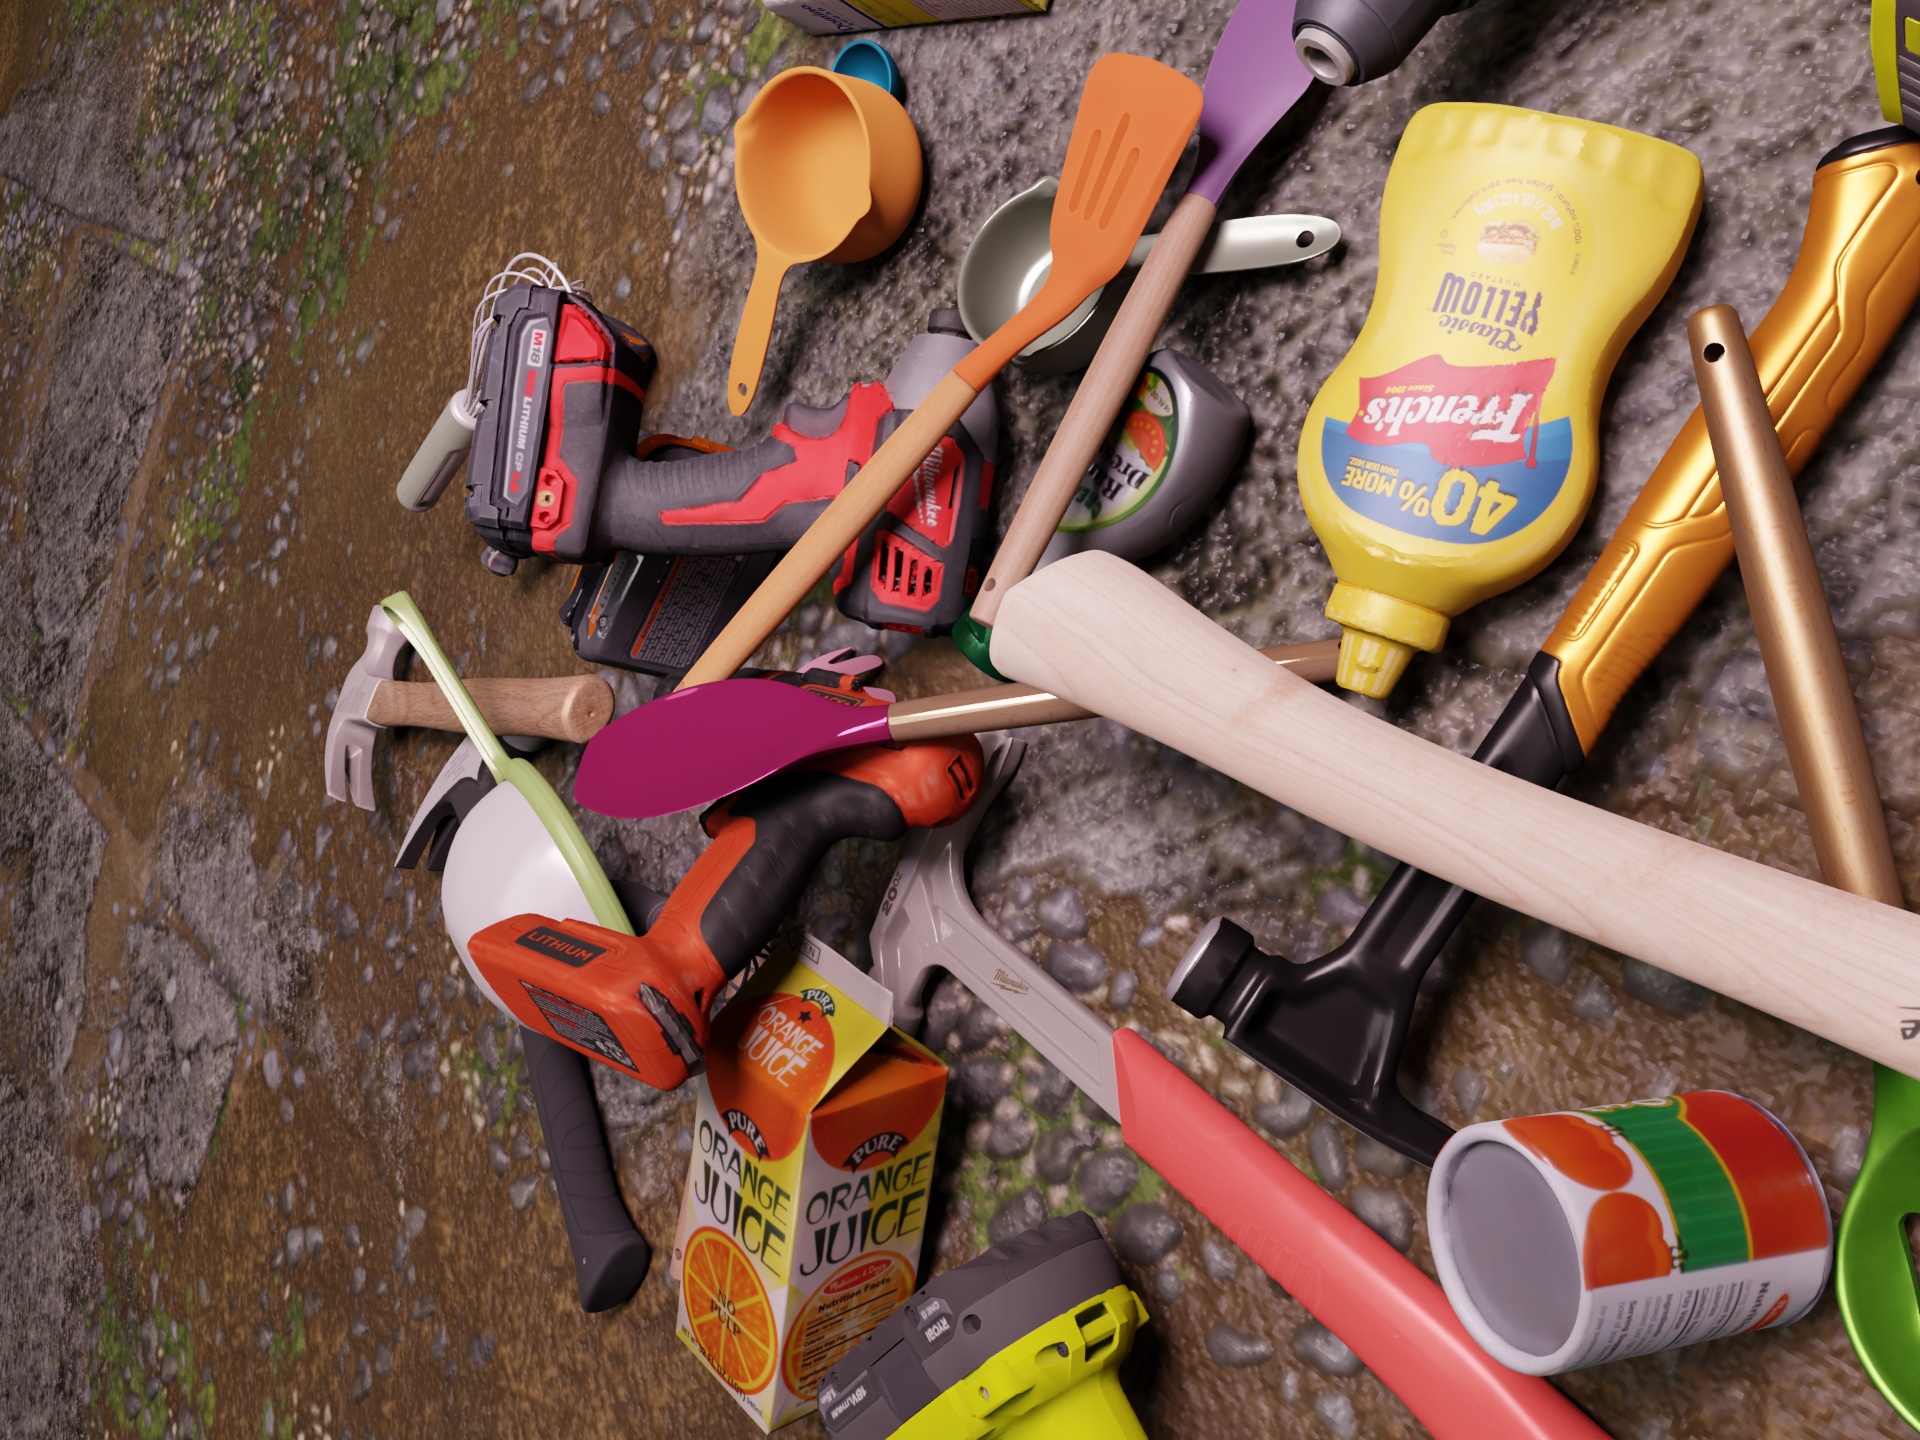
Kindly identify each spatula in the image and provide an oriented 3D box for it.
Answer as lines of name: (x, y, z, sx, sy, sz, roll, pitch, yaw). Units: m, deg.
spatula: (-0.020, -0.123, 0.638, 0.322, 0.041, 0.081, -48, 40, 8)
spatula: (0.079, -0.176, 0.610, 0.060, 0.018, 0.316, 20, 81, 46)

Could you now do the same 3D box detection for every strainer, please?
strainer: (-0.237, 0.055, 0.777, 0.256, 0.069, 0.151, 57, 158, 8)

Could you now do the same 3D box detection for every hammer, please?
hammer: (0.202, -0.019, 0.482, 0.127, 0.034, 0.337, 33, 100, 11)
hammer: (0.090, 0.146, 0.574, 0.359, 0.036, 0.149, 36, 107, 41)
hammer: (-0.235, 0.157, 0.875, 0.146, 0.035, 0.335, -41, 57, 29)
hammer: (0.174, 0.052, 0.431, 0.411, 0.038, 0.146, 25, 97, 31)
hammer: (-0.291, -0.006, 0.916, 0.331, 0.031, 0.130, 2, 72, 50)

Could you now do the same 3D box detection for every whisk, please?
whisk: (-0.259, -0.171, 0.856, 0.246, 0.058, 0.059, -30, 92, 50)
whisk: (-0.136, 0.095, 0.757, 0.239, 0.055, 0.055, -1, 81, 61)

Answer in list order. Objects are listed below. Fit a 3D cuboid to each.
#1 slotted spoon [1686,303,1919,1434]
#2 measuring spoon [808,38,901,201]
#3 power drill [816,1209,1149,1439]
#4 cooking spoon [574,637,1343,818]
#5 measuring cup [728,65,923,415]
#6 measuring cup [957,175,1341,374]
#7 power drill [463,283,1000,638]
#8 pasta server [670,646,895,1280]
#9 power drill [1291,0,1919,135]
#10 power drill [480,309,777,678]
slotted spoon: (0.243, 0.036, 0.428, 0.070, 0.031, 0.314, -18, 79, 39)
measuring spoon: (-0.067, -0.288, 0.816, 0.042, 0.021, 0.128, 54, 128, 18)
power drill: (0.045, 0.303, 0.547, 0.223, 0.080, 0.171, 58, 131, 24)
cooking spoon: (-0.001, -0.002, 0.604, 0.319, 0.017, 0.069, -8, 46, 15)
measuring cup: (-0.074, -0.231, 0.786, 0.095, 0.052, 0.173, 38, 123, 26)
measuring cup: (0.078, -0.182, 0.650, 0.168, 0.038, 0.083, 3, 81, 31)
power drill: (-0.093, -0.122, 0.700, 0.219, 0.078, 0.143, 10, 91, 3)
pasta server: (-0.094, 0.119, 0.759, 0.060, 0.040, 0.316, 20, 100, 43)
power drill: (0.225, -0.250, 0.466, 0.190, 0.080, 0.229, -51, 50, -1)
power drill: (-0.193, -0.113, 0.857, 0.227, 0.084, 0.164, 46, 114, 43)
